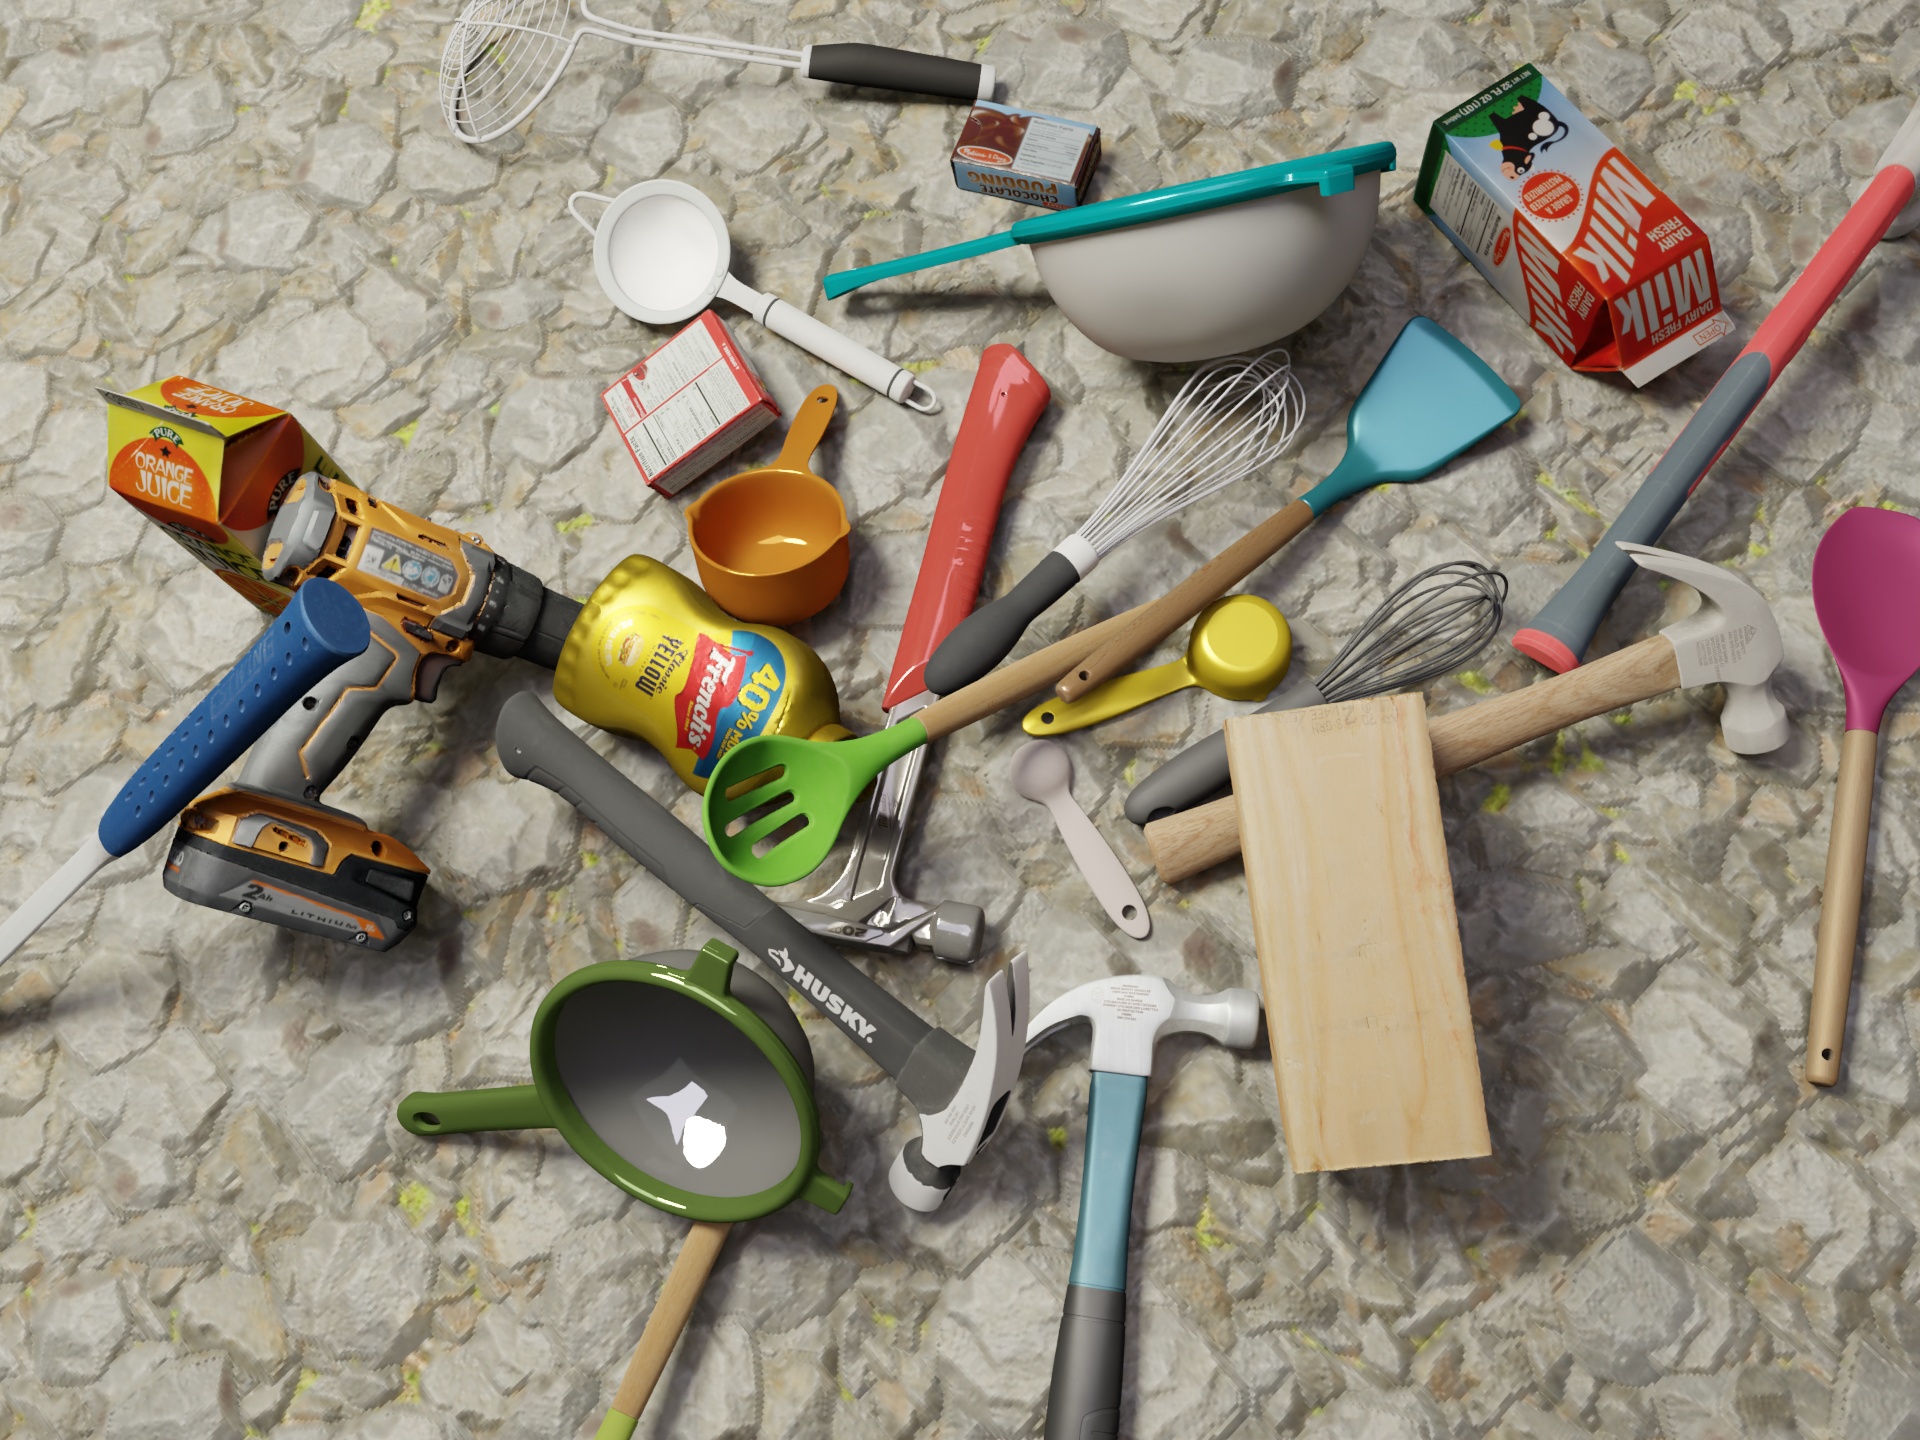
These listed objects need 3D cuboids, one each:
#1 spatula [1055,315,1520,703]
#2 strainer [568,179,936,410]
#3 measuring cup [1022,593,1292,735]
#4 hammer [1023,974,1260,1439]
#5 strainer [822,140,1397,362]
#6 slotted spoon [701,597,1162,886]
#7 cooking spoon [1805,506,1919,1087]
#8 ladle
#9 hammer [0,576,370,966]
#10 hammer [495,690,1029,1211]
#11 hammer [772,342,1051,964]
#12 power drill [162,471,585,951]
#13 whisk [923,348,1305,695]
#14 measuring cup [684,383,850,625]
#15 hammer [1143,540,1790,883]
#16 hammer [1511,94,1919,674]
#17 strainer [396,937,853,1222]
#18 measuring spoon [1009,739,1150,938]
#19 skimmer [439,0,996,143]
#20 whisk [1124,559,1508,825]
[{"bbox_3d":[0.172,-0.108,0.868,0.317,0.044,0.082,-38,75,-20],"label":"spatula"},{"bbox_3d":[-0.124,-0.253,0.970,0.258,0.050,0.087,31,98,10],"label":"strainer"},{"bbox_3d":[0.107,-0.025,0.866,0.156,0.029,0.062,-20,69,-4],"label":"measuring cup"},{"bbox_3d":[0.065,0.285,0.756,0.128,0.033,0.331,6,71,7],"label":"hammer"},{"bbox_3d":[0.081,-0.246,0.910,0.340,0.211,0.095,-6,108,24],"label":"strainer"},{"bbox_3d":[-0.001,-0.003,0.806,0.314,0.031,0.070,-27,96,-33],"label":"slotted spoon"},{"bbox_3d":[0.459,0.031,0.816,0.069,0.017,0.319,13,71,11],"label":"cooking spoon"},{"bbox_3d":[-0.147,0.311,0.772,0.078,0.062,0.320,18,66,15],"label":"ladle"},{"bbox_3d":[-0.426,0.057,0.788,0.405,0.035,0.144,-36,57,24],"label":"hammer"},{"bbox_3d":[-0.109,0.090,0.797,0.335,0.146,0.035,37,33,17],"label":"hammer"},{"bbox_3d":[-0.024,-0.050,0.887,0.149,0.036,0.359,11,72,10],"label":"hammer"},{"bbox_3d":[-0.300,0.004,0.849,0.084,0.185,0.226,4,74,55],"label":"power drill"},{"bbox_3d":[0.085,-0.108,0.869,0.284,0.070,0.070,-42,71,-14],"label":"whisk"},{"bbox_3d":[-0.097,-0.125,0.921,0.095,0.052,0.174,8,48,10],"label":"measuring cup"},{"bbox_3d":[0.253,0.009,0.814,0.331,0.031,0.130,-21,114,5],"label":"hammer"},{"bbox_3d":[0.420,-0.186,0.846,0.038,0.143,0.386,36,81,21],"label":"hammer"},{"bbox_3d":[-0.171,0.173,0.790,0.256,0.151,0.069,-12,22,28],"label":"strainer"},{"bbox_3d":[0.065,0.061,0.846,0.034,0.018,0.124,-30,71,-5],"label":"measuring spoon"},{"bbox_3d":[-0.161,-0.418,1.041,0.363,0.090,0.127,6,68,-2],"label":"skimmer"},{"bbox_3d":[0.189,-0.012,0.847,0.239,0.055,0.055,-32,70,-2],"label":"whisk"}]
